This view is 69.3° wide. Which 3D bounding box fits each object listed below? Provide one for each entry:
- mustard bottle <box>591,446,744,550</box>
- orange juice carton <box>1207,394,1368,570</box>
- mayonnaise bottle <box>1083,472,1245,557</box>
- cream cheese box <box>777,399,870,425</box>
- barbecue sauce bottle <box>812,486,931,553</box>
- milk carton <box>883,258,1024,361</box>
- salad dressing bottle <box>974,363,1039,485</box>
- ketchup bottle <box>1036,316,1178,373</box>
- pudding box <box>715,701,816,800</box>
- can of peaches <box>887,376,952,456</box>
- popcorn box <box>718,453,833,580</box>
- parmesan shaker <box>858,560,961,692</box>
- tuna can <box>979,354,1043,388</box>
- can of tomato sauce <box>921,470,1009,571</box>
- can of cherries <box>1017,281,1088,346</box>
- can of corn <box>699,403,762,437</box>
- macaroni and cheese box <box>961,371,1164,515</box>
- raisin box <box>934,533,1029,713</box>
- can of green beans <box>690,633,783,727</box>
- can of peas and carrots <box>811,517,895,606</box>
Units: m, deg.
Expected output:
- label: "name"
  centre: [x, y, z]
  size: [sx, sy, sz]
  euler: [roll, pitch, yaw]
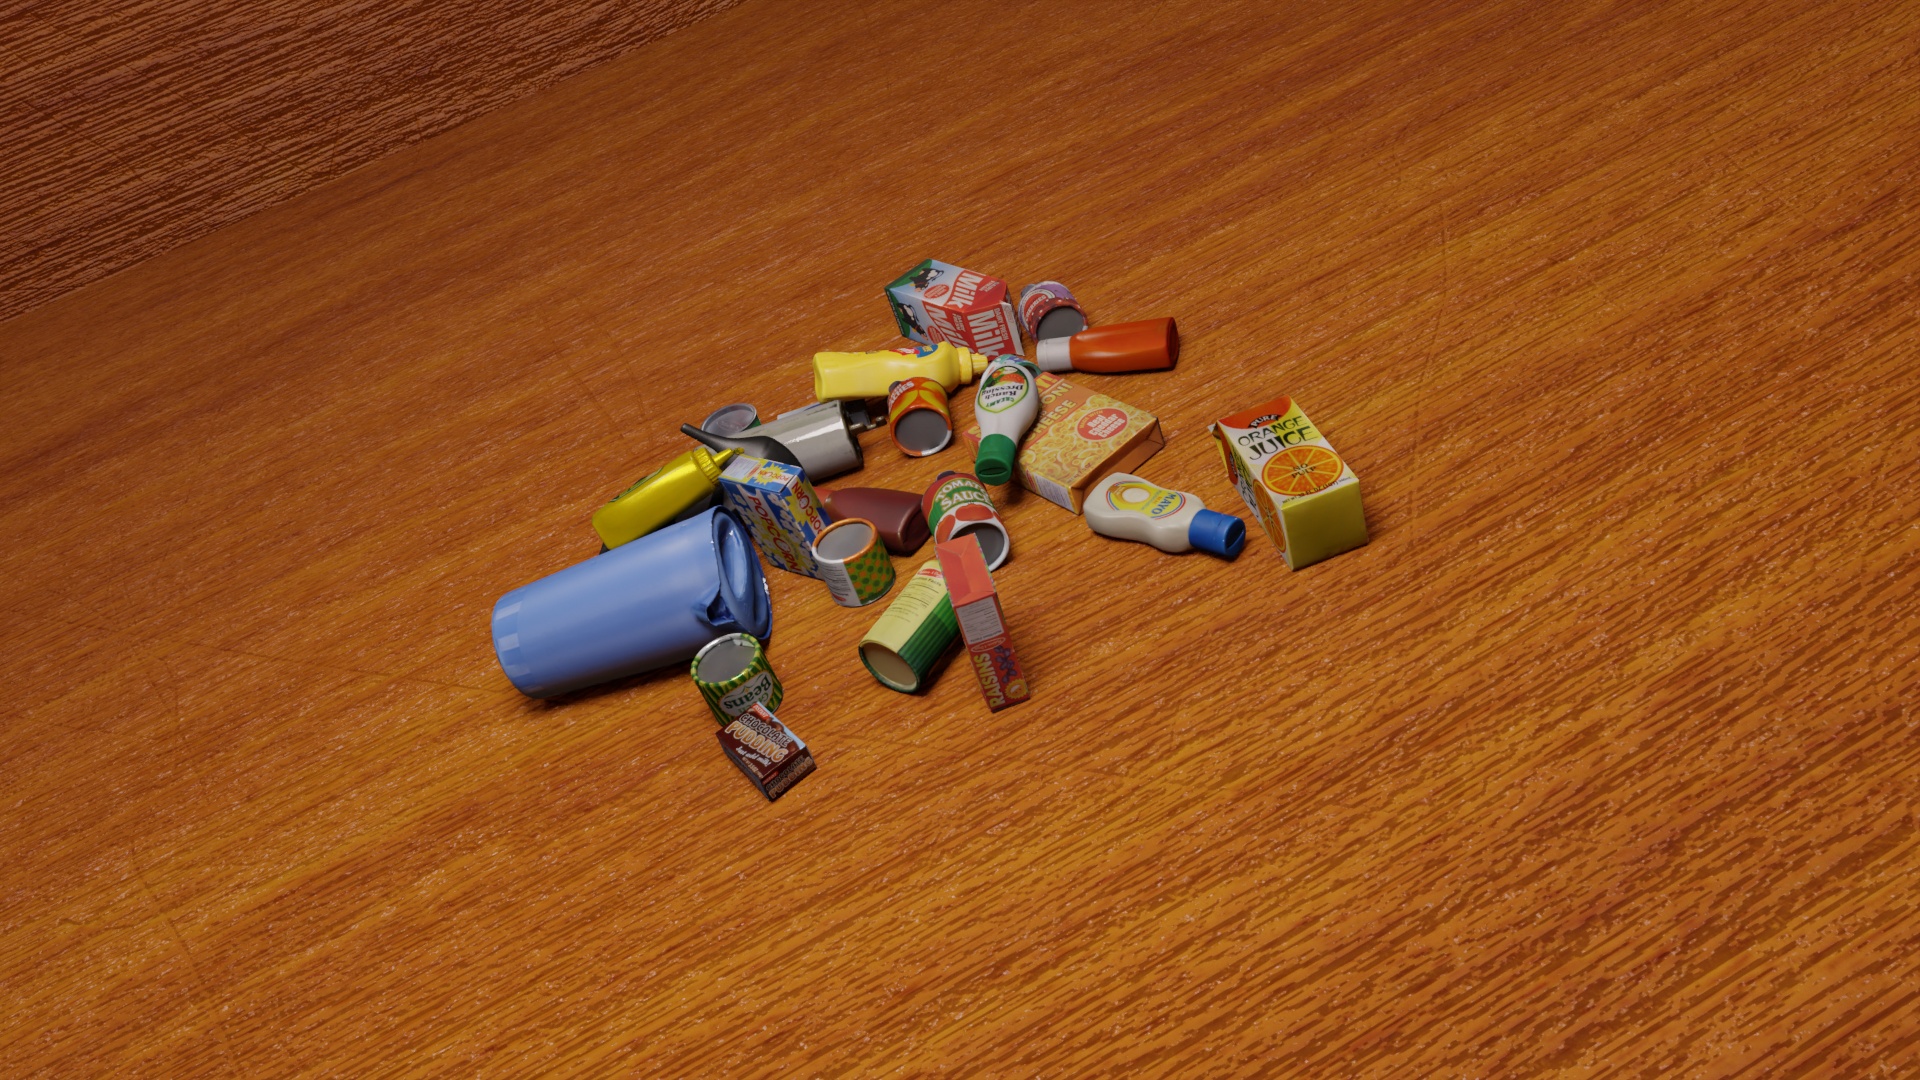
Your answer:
- label: "mustard bottle"
  centre: [-0.280, -0.049, 1.350]
  size: [0.160, 0.048, 0.065]
  euler: [-33, 9, -2]
- label: "orange juice carton"
  centre: [0.286, -0.065, 1.238]
  size: [0.072, 0.072, 0.193]
  euler: [-20, 37, 0]
- label: "mayonnaise bottle"
  centre: [0.186, -0.020, 1.255]
  size: [0.148, 0.041, 0.065]
  euler: [18, 50, 40]
- label: "cream cheese box"
  centre: [-0.155, -0.135, 1.568]
  size: [0.104, 0.024, 0.053]
  euler: [-18, 36, 3]
- label: "barbecue sauce bottle"
  centre: [-0.098, -0.027, 1.393]
  size: [0.148, 0.043, 0.065]
  euler: [11, 47, 36]
- label: "milk carton"
  centre: [0.003, -0.265, 1.617]
  size: [0.074, 0.072, 0.191]
  euler: [-38, 41, -23]
- label: "salad dressing bottle"
  centre: [0.042, -0.114, 1.369]
  size: [0.064, 0.043, 0.148]
  euler: [-7, 41, 17]
- label: "ketchup bottle"
  centre: [0.158, -0.207, 1.497]
  size: [0.149, 0.043, 0.065]
  euler: [-4, 39, 21]
- label: "pudding box"
  centre: [-0.166, 0.178, 1.180]
  size: [0.050, 0.030, 0.084]
  euler: [-35, 40, -20]
- label: "can of peaches"
  centre: [-0.045, -0.133, 1.477]
  size: [0.071, 0.071, 0.058]
  euler: [-16, 38, 6]
- label: "popcorn box"
  centre: [-0.170, -0.021, 1.350]
  size: [0.085, 0.126, 0.038]
  euler: [14, 54, 37]
- label: "parmesan shaker"
  centre: [-0.037, 0.076, 1.219]
  size: [0.071, 0.071, 0.103]
  euler: [12, 48, 35]
- label: "tuna can"
  centre: [0.057, -0.161, 1.472]
  size: [0.071, 0.070, 0.033]
  euler: [-38, 41, -22]
- label: "can of tomato sauce"
  centre: [0.005, -0.016, 1.310]
  size: [0.071, 0.071, 0.083]
  euler: [-22, 37, -2]
- label: "can of cherries"
  centre: [0.101, -0.249, 1.554]
  size: [0.071, 0.071, 0.058]
  euler: [-22, 38, -2]
- label: "can of corn"
  centre: [-0.251, -0.110, 1.553]
  size: [0.071, 0.058, 0.071]
  euler: [-13, 38, 10]
- label: "macaroni and cheese box"
  centre: [0.101, -0.100, 1.395]
  size: [0.124, 0.040, 0.167]
  euler: [-38, 41, -21]
- label: "raisin box"
  centre: [0.018, 0.069, 1.154]
  size: [0.040, 0.122, 0.086]
  euler: [-19, 37, -1]
- label: "can of green beans"
  centre: [-0.199, 0.125, 1.238]
  size: [0.071, 0.057, 0.071]
  euler: [-13, 38, 10]
- label: "can of peas and carrots"
  centre: [-0.100, 0.018, 1.324]
  size: [0.071, 0.058, 0.071]
  euler: [-12, 38, 10]
